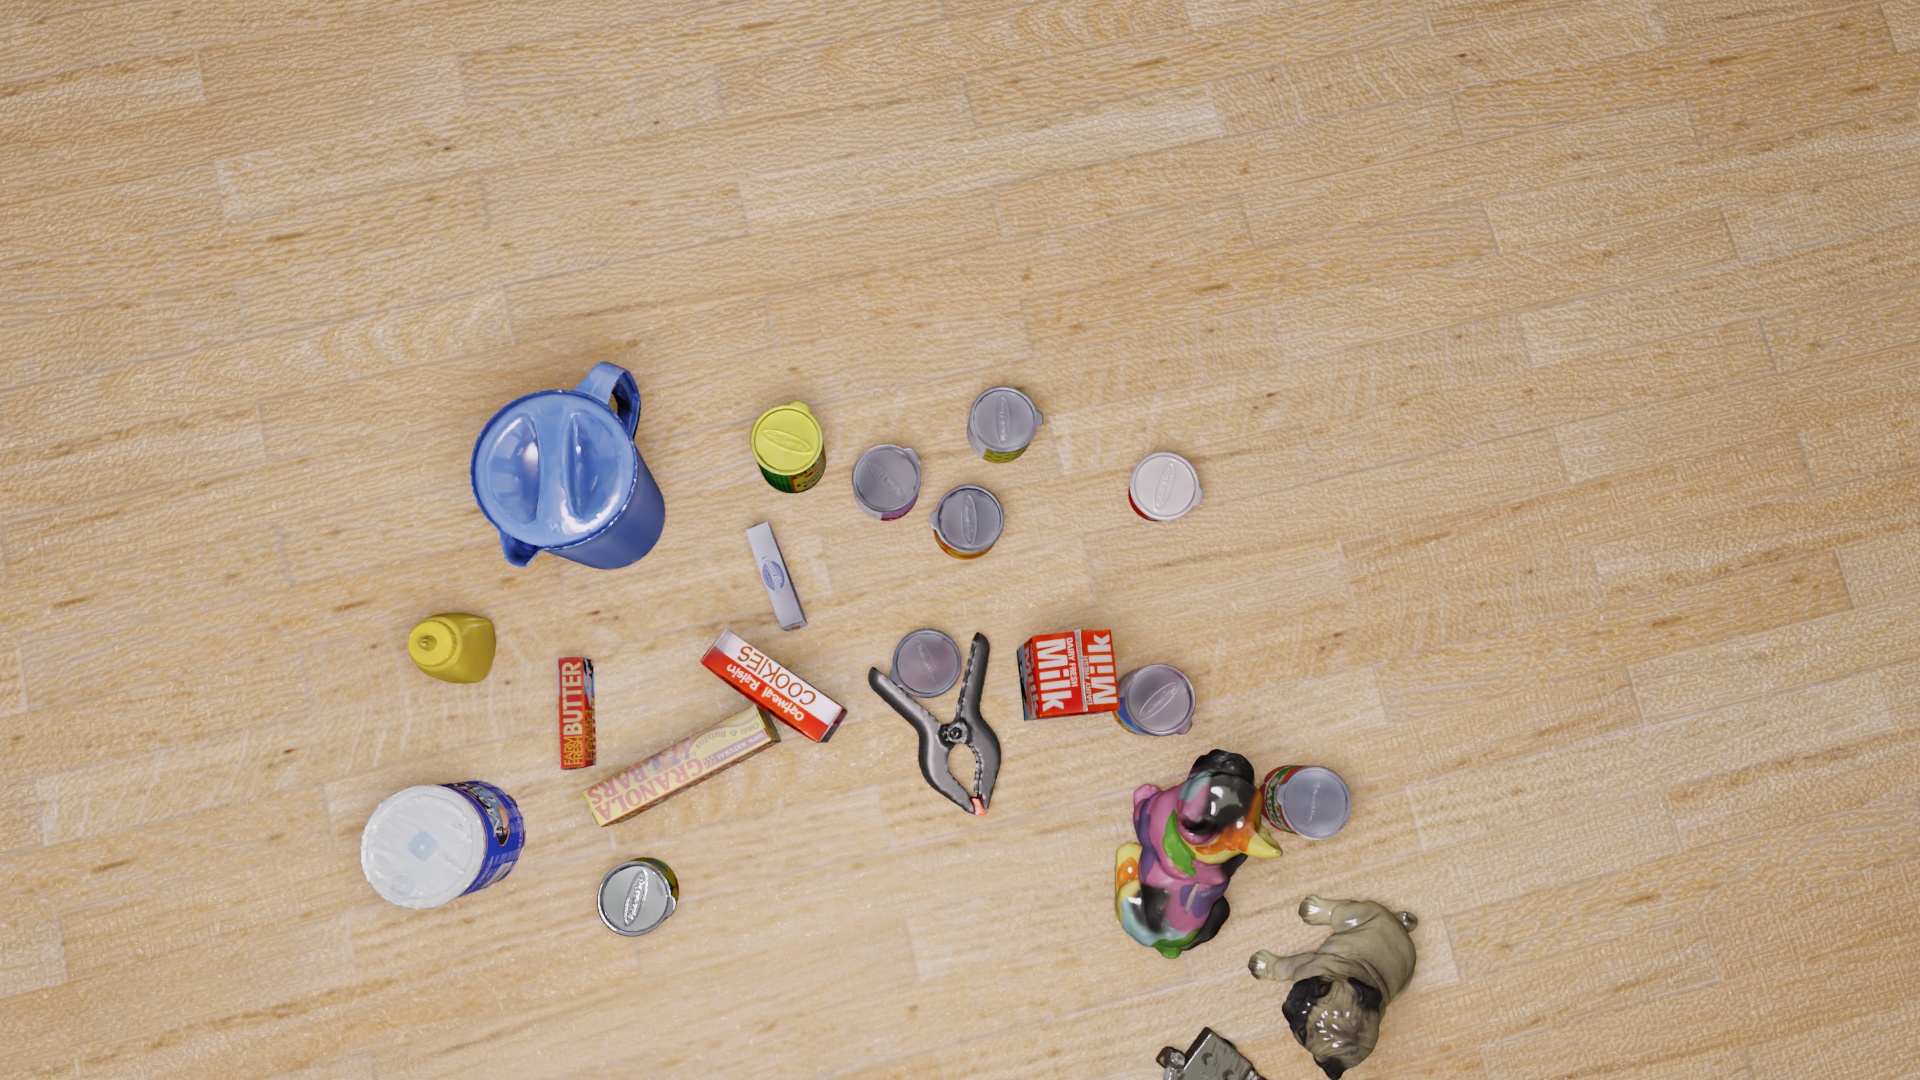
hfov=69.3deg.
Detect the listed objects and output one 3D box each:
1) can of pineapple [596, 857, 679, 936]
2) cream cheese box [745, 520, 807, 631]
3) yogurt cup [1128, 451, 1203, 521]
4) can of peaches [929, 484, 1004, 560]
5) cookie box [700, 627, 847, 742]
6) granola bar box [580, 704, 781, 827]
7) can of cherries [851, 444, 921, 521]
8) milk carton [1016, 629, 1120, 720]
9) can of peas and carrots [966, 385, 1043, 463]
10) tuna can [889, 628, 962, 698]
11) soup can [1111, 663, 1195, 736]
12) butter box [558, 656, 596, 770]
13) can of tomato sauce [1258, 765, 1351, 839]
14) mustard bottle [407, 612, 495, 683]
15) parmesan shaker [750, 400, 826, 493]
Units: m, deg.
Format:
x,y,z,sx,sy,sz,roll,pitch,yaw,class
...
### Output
x,y,z,sx,sy,sz,roll,pitch,yaw,class
-0.292,0.326,1.270,0.071,0.058,0.071,0,81,-3,can of pineapple
-0.175,0.036,1.324,0.024,0.053,0.104,-21,83,-6,cream cheese box
0.195,-0.049,1.358,0.072,0.054,0.072,0,81,-3,yogurt cup
0.005,-0.017,1.340,0.071,0.058,0.071,0,81,-3,can of peaches
-0.164,0.134,1.252,0.123,0.167,0.040,34,81,2,cookie box
-0.247,0.204,1.258,0.166,0.124,0.039,-26,84,-7,granola bar box
-0.069,-0.056,1.342,0.071,0.058,0.071,0,81,-3,can of cherries
0.098,0.123,1.256,0.073,0.190,0.072,-5,82,-4,milk carton
0.042,-0.112,1.357,0.071,0.058,0.071,0,81,-3,can of peas and carrots
-0.035,0.119,1.329,0.071,0.033,0.071,0,81,-3,tuna can
0.182,0.154,1.310,0.071,0.083,0.071,0,81,-3,soup can
-0.357,0.161,1.294,0.024,0.053,0.103,-3,81,-4,butter box
0.320,0.244,1.304,0.071,0.083,0.071,0,81,-3,can of tomato sauce
-0.460,0.094,1.245,0.049,0.160,0.065,6,81,-2,mustard bottle
-0.160,-0.087,1.319,0.071,0.103,0.071,0,82,-3,parmesan shaker
